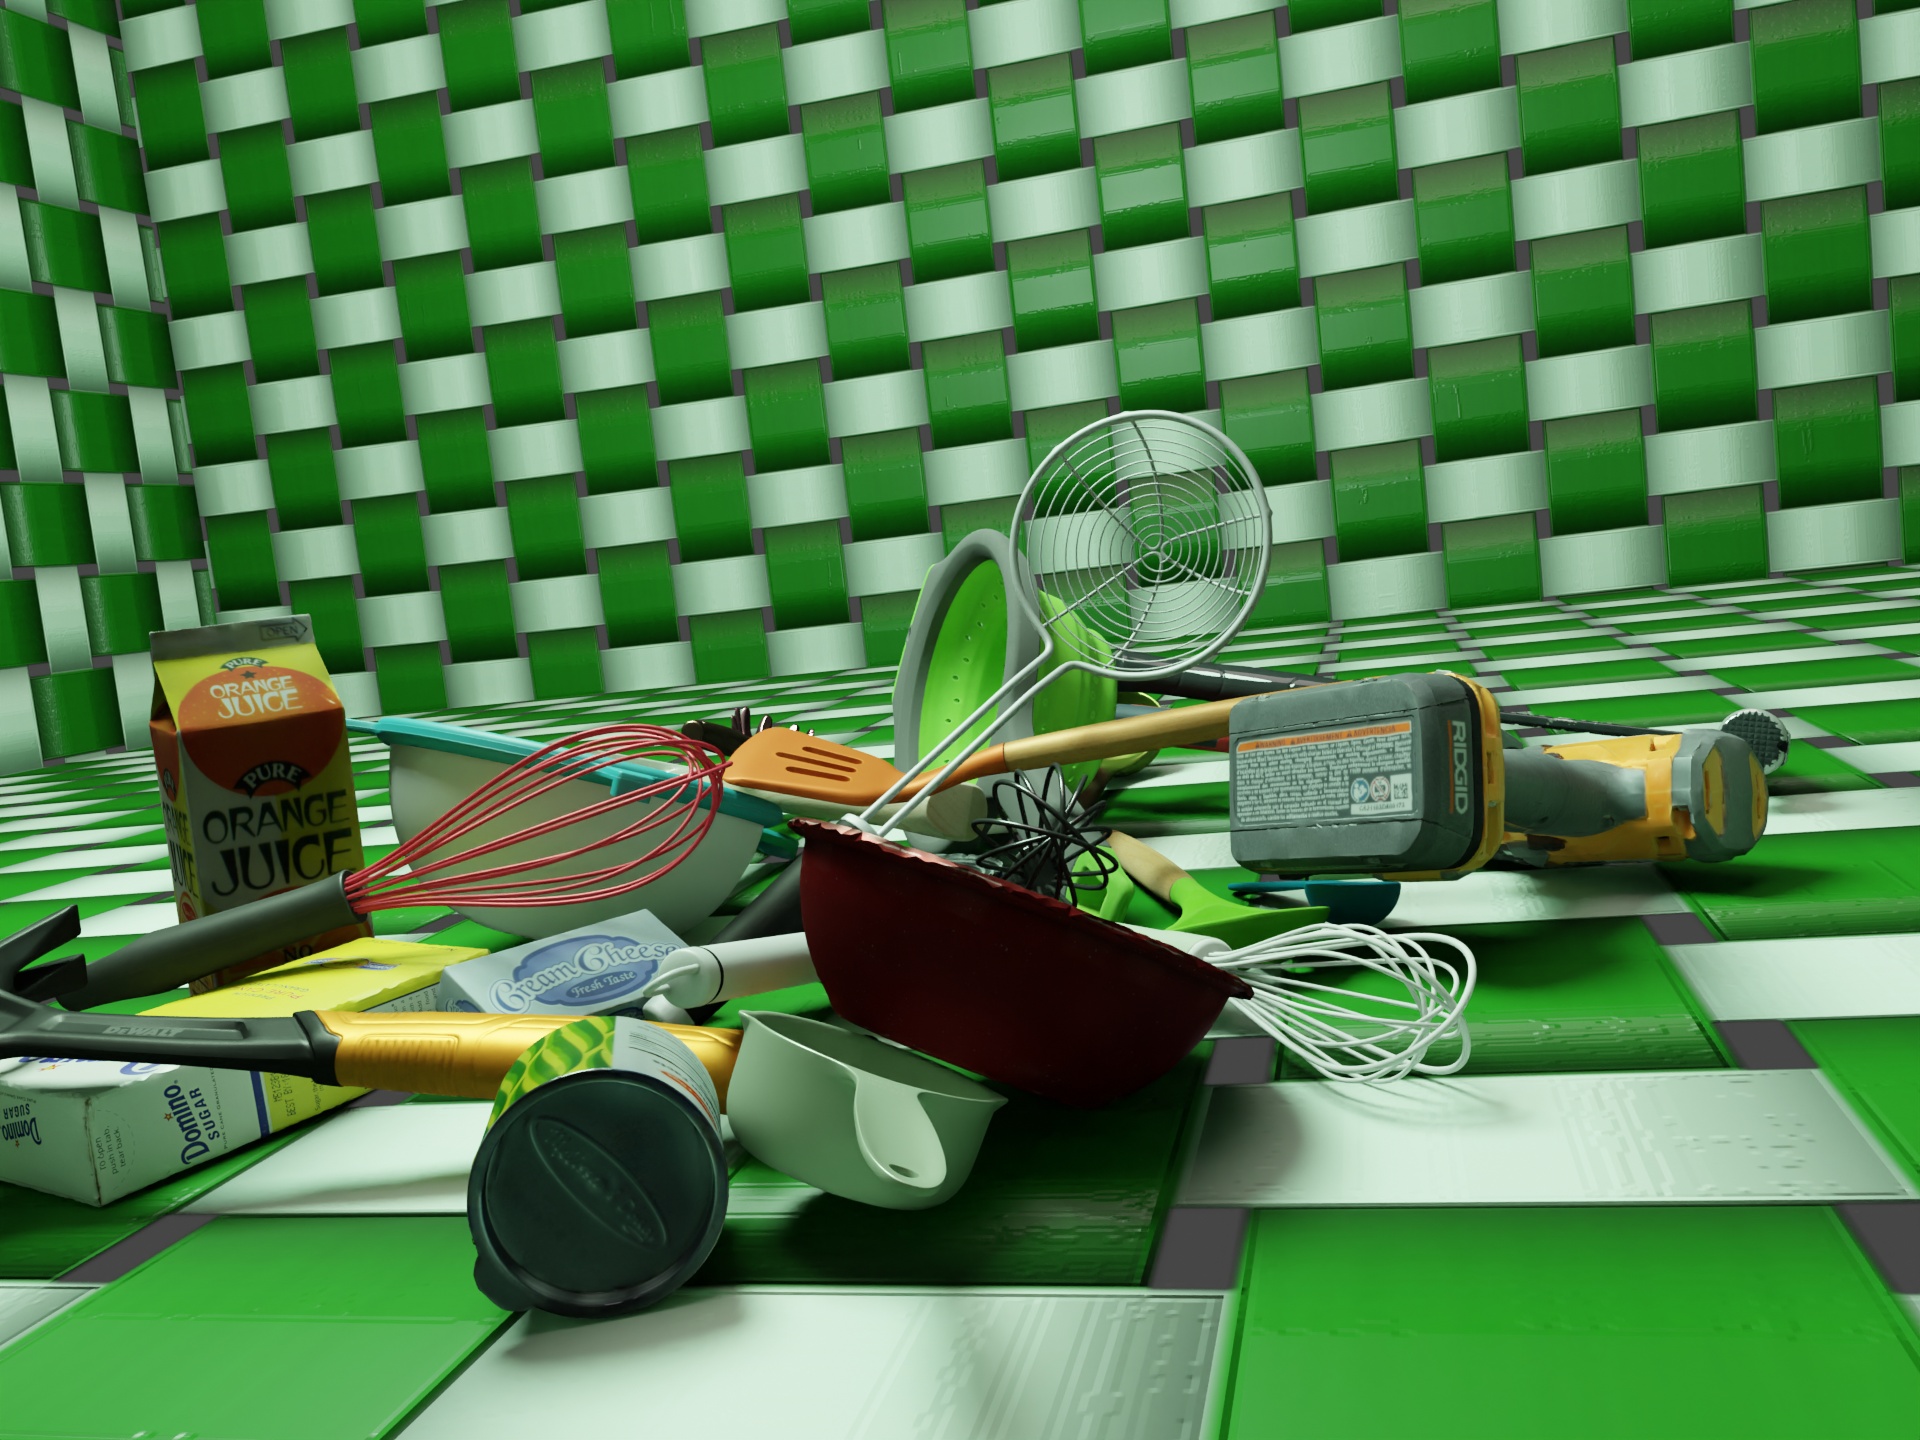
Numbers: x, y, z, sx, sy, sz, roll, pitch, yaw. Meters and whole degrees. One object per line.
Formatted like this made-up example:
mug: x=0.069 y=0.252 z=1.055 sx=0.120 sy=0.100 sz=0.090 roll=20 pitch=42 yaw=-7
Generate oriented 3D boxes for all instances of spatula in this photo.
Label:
spatula: x=0.044 y=0.006 z=0.773 sx=0.322 sy=0.041 sz=0.081 roll=-11 pitch=16 yaw=14

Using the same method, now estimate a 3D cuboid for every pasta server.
pasta server: x=-0.144 y=0.009 z=1.042 sx=0.060 sy=0.040 sz=0.316 roll=18 pitch=-3 yaw=2

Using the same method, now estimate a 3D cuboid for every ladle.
ladle: x=0.091 y=0.033 z=1.106 sx=0.078 sy=0.062 sz=0.320 roll=-6 pitch=9 yaw=15

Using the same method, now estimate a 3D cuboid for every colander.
colander: x=0.055 y=0.021 z=0.914 sx=0.094 sy=0.204 sz=0.397 roll=10 pitch=19 yaw=-19

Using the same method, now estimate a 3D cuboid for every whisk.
whisk: x=0.029 y=0.062 z=0.650 sx=0.055 sy=0.055 sz=0.239 roll=-7 pitch=-14 yaw=-2
whisk: x=-0.235 y=0.067 z=0.666 sx=0.296 sy=0.073 sz=0.073 roll=-19 pitch=6 yaw=-1
whisk: x=0.098 y=0.093 z=0.589 sx=0.059 sy=0.057 sz=0.246 roll=-46 pitch=17 yaw=-19

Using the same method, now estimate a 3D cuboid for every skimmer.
skimmer: x=-0.001 y=-0.002 z=0.700 sx=0.363 sy=0.127 sz=0.090 roll=-43 pitch=-18 yaw=-26

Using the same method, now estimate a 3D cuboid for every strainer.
strainer: x=-0.181 y=0.081 z=0.879 sx=0.211 sy=0.095 sz=0.340 roll=9 pitch=-9 yaw=23
strainer: x=-0.049 y=0.090 z=0.601 sx=0.087 sy=0.050 sz=0.258 roll=-29 pitch=-13 yaw=17

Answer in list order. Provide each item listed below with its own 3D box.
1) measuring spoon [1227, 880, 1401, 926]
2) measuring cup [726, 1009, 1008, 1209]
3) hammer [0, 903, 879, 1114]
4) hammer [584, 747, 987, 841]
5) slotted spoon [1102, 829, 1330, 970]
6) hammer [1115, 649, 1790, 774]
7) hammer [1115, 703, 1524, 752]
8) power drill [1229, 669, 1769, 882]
measuring spoon: x=0.160 y=0.086 z=0.745 sx=0.042 sy=0.021 sz=0.128 roll=0 pitch=-6 yaw=-19
measuring cup: x=-0.025 y=0.113 z=0.415 sx=0.083 sy=0.038 sz=0.167 roll=19 pitch=-3 yaw=-6
hammer: x=-0.192 y=0.110 z=0.541 sx=0.337 sy=0.034 sz=0.127 roll=3 pitch=15 yaw=5
hammer: x=-0.115 y=0.046 z=1.003 sx=0.146 sy=0.038 sz=0.411 roll=11 pitch=-6 yaw=-29
slotted spoon: x=0.106 y=0.081 z=0.780 sx=0.070 sy=0.031 sz=0.314 roll=-7 pitch=4 yaw=-6
hammer: x=0.283 y=-0.009 z=0.982 sx=0.409 sy=0.036 sz=0.149 roll=8 pitch=1 yaw=28
hammer: x=0.154 y=0.004 z=0.984 sx=0.386 sy=0.038 sz=0.143 roll=7 pitch=-12 yaw=46
power drill: x=0.222 y=0.034 z=0.724 sx=0.226 sy=0.084 sz=0.185 roll=6 pitch=-9 yaw=-34
